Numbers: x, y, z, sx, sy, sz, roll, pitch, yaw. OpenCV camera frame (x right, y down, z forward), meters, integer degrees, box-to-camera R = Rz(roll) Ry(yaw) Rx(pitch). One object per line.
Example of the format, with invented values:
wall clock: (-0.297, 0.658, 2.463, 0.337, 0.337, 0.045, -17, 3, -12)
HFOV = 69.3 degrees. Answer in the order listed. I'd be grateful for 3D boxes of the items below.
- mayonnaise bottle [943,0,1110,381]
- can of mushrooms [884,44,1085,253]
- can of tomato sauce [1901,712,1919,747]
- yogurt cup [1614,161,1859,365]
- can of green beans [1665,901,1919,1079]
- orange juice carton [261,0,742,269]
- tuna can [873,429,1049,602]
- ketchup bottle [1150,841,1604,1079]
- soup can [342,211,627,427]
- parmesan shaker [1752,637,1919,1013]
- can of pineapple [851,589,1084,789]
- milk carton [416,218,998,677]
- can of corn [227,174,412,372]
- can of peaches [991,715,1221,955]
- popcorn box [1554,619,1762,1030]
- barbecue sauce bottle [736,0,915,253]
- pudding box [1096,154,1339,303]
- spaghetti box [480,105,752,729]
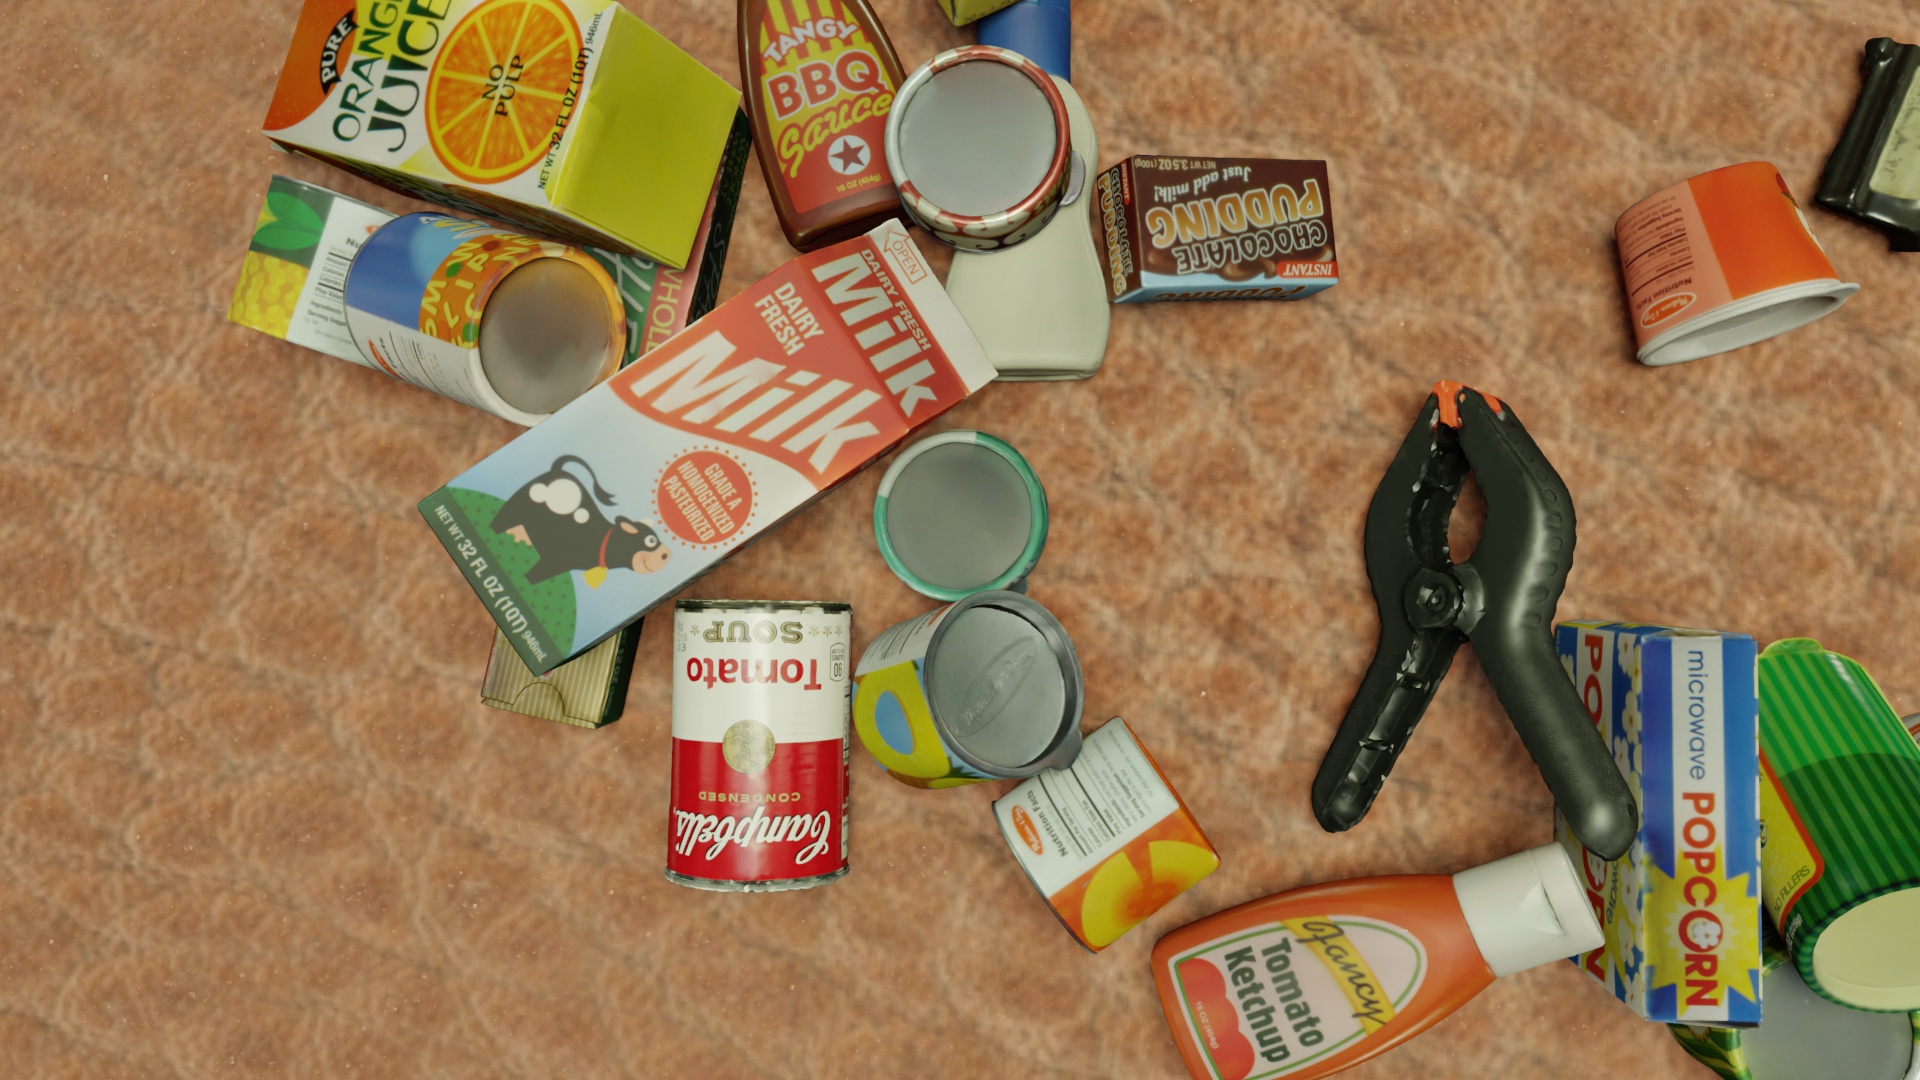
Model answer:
mayonnaise bottle: (0.025, -0.136, 0.531, 0.065, 0.041, 0.148, 0, 86, 2)
can of mushrooms: (0.009, -0.138, 0.494, 0.071, 0.033, 0.071, 0, 85, 5)
can of tomato sauce: (0.361, 0.096, 0.471, 0.071, 0.083, 0.071, 0, 89, 5)
yogurt cup: (0.271, -0.099, 0.497, 0.072, 0.072, 0.054, -14, 79, 4)
can of green beans: (0.290, 0.166, 0.488, 0.071, 0.058, 0.071, 0, 88, 5)
orange juice carton: (-0.186, -0.163, 0.519, 0.193, 0.073, 0.072, 19, 91, 26)
tuna can: (0.002, -0.007, 0.532, 0.071, 0.033, 0.071, 0, 88, 5)
ketchup bottle: (0.146, 0.148, 0.490, 0.148, 0.043, 0.065, -26, 75, 19)
soup can: (-0.172, -0.084, 0.508, 0.084, 0.071, 0.071, 19, 90, 36)
parmesan shaker: (0.290, 0.091, 0.457, 0.071, 0.103, 0.071, 3, 125, 4)
can of pineapple: (0.003, 0.057, 0.504, 0.071, 0.057, 0.071, 9, 72, -29)
milk carton: (-0.083, -0.036, 0.496, 0.191, 0.073, 0.072, -33, 93, -4)
can of corn: (-0.243, -0.103, 0.541, 0.071, 0.071, 0.058, 18, 90, 5)
can of peaches: (0.054, 0.107, 0.508, 0.058, 0.071, 0.071, -36, 86, 3)
popcorn box: (0.239, 0.092, 0.481, 0.038, 0.085, 0.126, 0, 89, 4)
barbecue sauce bottle: (-0.058, -0.190, 0.538, 0.065, 0.043, 0.148, -17, 86, -2)
pudding box: (0.095, -0.114, 0.514, 0.084, 0.030, 0.049, -4, 89, -20)
spaghetti box: (-0.134, -0.053, 0.547, 0.050, 0.028, 0.250, 13, 89, 5)
